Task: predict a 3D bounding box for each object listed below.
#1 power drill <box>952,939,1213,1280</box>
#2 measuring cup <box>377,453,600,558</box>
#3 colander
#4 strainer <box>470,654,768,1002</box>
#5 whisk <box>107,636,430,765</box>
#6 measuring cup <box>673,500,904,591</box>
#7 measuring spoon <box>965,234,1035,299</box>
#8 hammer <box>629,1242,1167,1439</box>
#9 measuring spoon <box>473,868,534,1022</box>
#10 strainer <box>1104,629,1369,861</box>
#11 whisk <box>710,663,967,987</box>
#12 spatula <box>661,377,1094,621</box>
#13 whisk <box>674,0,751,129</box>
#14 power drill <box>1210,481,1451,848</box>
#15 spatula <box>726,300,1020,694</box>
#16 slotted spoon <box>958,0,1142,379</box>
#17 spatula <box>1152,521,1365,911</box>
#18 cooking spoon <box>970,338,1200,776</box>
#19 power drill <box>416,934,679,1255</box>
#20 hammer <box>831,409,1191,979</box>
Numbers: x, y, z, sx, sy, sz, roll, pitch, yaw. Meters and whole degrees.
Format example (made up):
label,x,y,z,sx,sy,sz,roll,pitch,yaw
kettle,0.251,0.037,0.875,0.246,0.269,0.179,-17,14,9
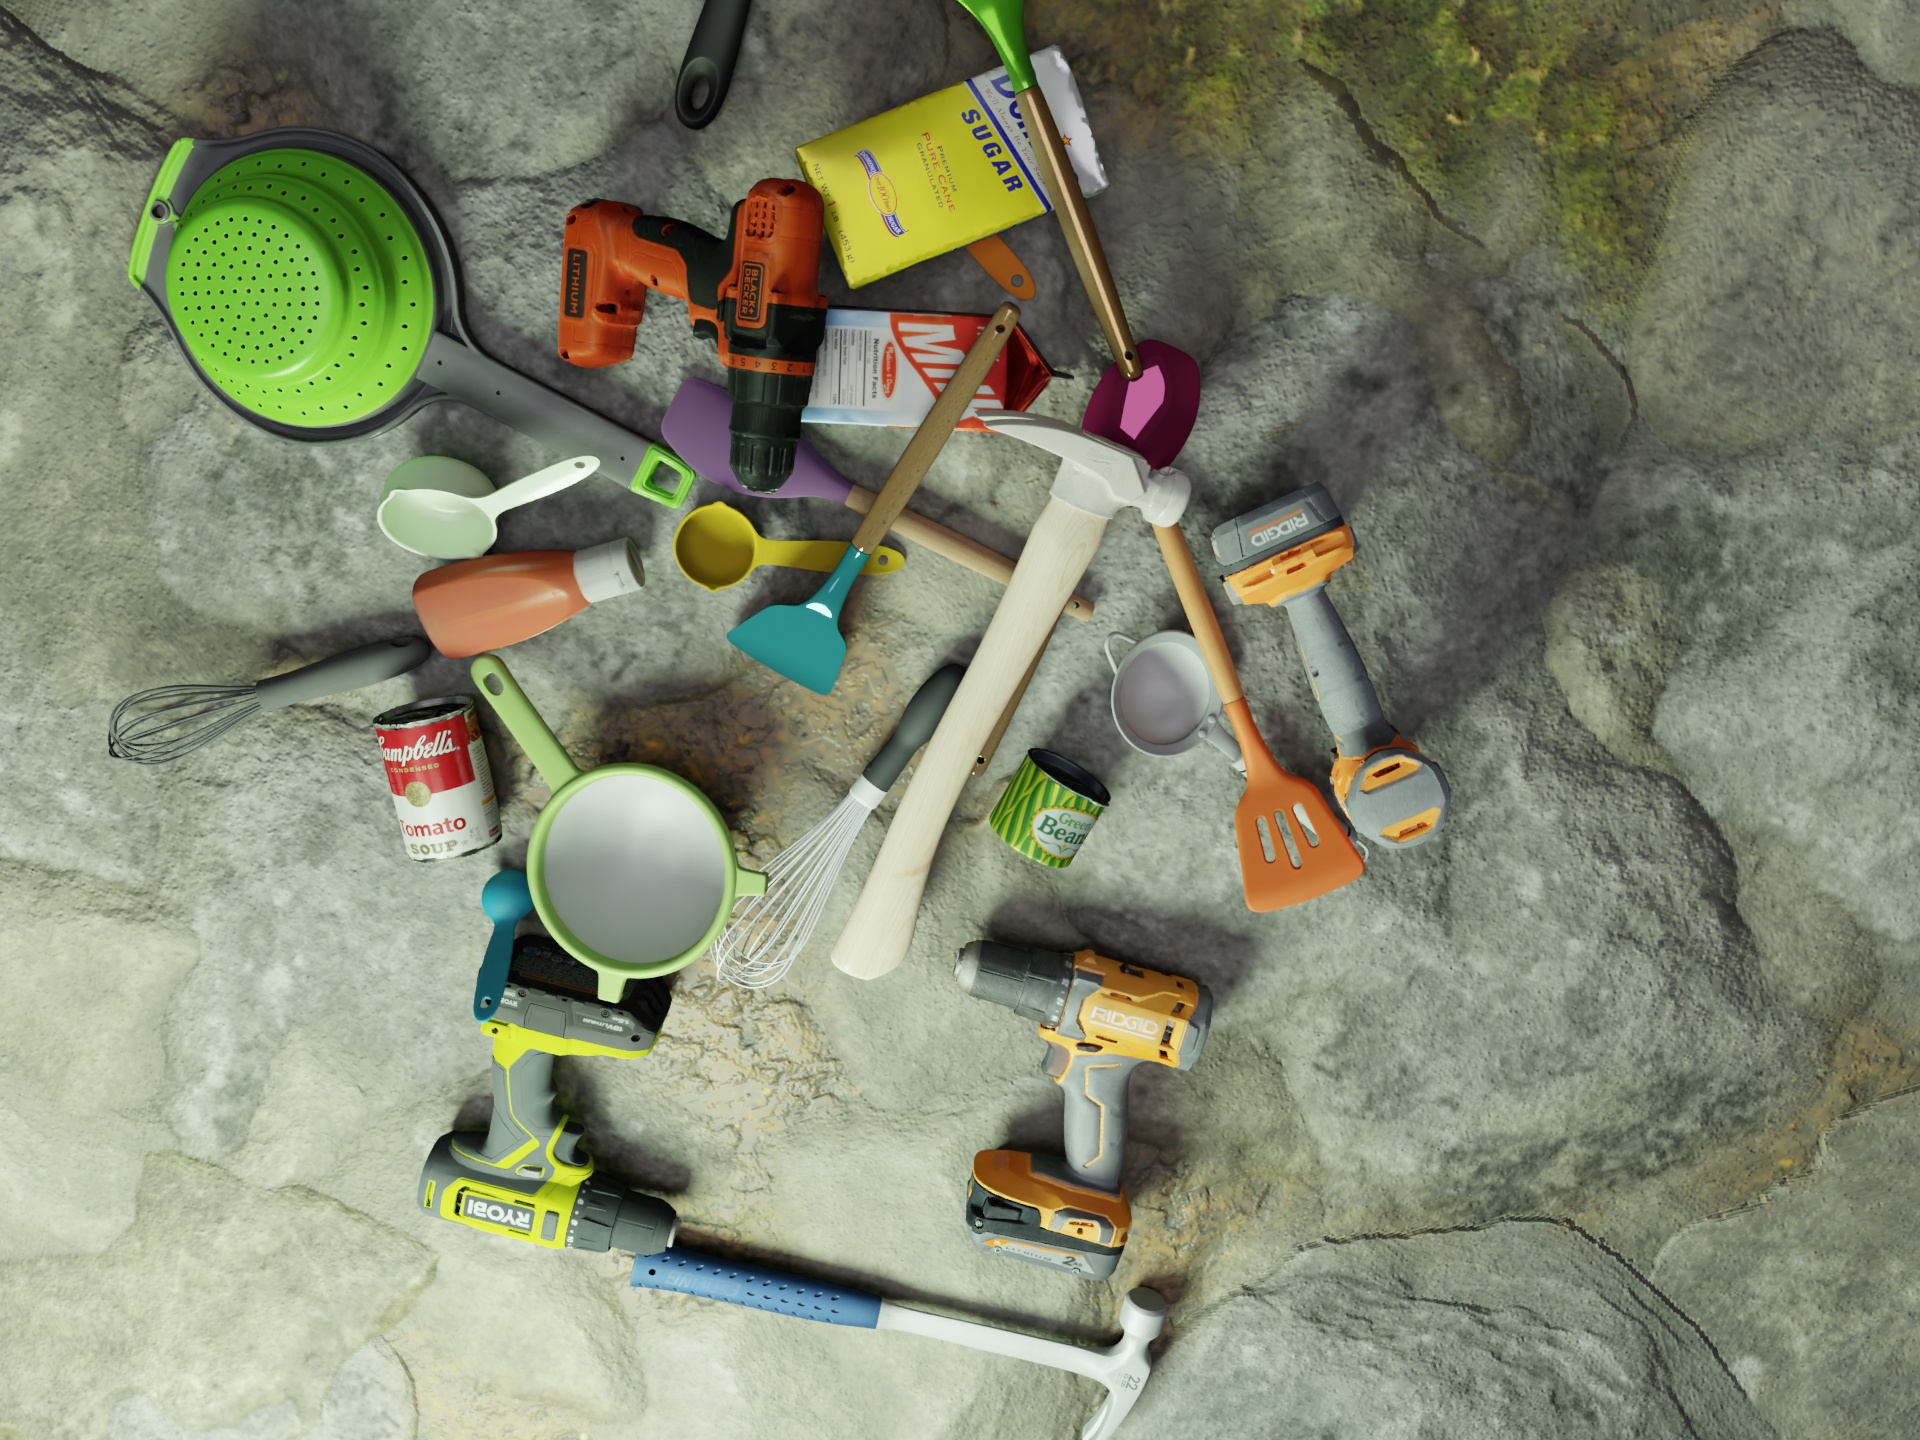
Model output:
label,x,y,z,sx,sy,sz,roll,pitch,yaw
power drill,0.064,0.272,1.152,0.185,0.084,0.226,16,101,-1
measuring cup,-0.306,-0.156,1.044,0.167,0.038,0.083,-17,147,20
colander,-0.359,-0.237,1.020,0.397,0.094,0.204,27,105,-5
strainer,-0.253,0.058,1.119,0.151,0.069,0.256,-37,88,11
whisk,-0.485,-0.018,1.114,0.239,0.055,0.055,-16,104,2
measuring cup,-0.117,-0.116,1.085,0.156,0.029,0.062,4,106,-11
measuring spoon,0.007,-0.316,1.026,0.021,0.011,0.117,-42,99,12
hammer,-0.054,0.467,1.231,0.405,0.035,0.144,13,105,-1
measuring spoon,-0.325,0.152,1.112,0.042,0.129,0.021,-6,135,4
strainer,0.188,0.022,1.097,0.258,0.050,0.087,38,82,-14
whisk,-0.084,0.074,1.116,0.070,0.070,0.284,36,99,-7
spatula,-0.053,-0.139,1.072,0.316,0.018,0.060,25,89,-6
whisk,-0.119,-0.504,0.960,0.073,0.073,0.295,22,112,-4
power drill,0.241,-0.034,1.033,0.084,0.164,0.226,-24,91,9
spatula,-0.050,-0.137,1.019,0.082,0.044,0.317,30,119,-11
slotted spoon,0.052,-0.356,0.959,0.070,0.031,0.313,-24,104,-5
spatula,0.172,-0.035,1.050,0.081,0.041,0.322,-21,91,14
cooking spoon,0.072,-0.100,1.059,0.068,0.017,0.318,23,109,-5
power drill,-0.287,0.288,1.172,0.190,0.080,0.228,14,108,-1
hammer,-0.002,-0.003,1.056,0.146,0.038,0.410,18,111,-22
